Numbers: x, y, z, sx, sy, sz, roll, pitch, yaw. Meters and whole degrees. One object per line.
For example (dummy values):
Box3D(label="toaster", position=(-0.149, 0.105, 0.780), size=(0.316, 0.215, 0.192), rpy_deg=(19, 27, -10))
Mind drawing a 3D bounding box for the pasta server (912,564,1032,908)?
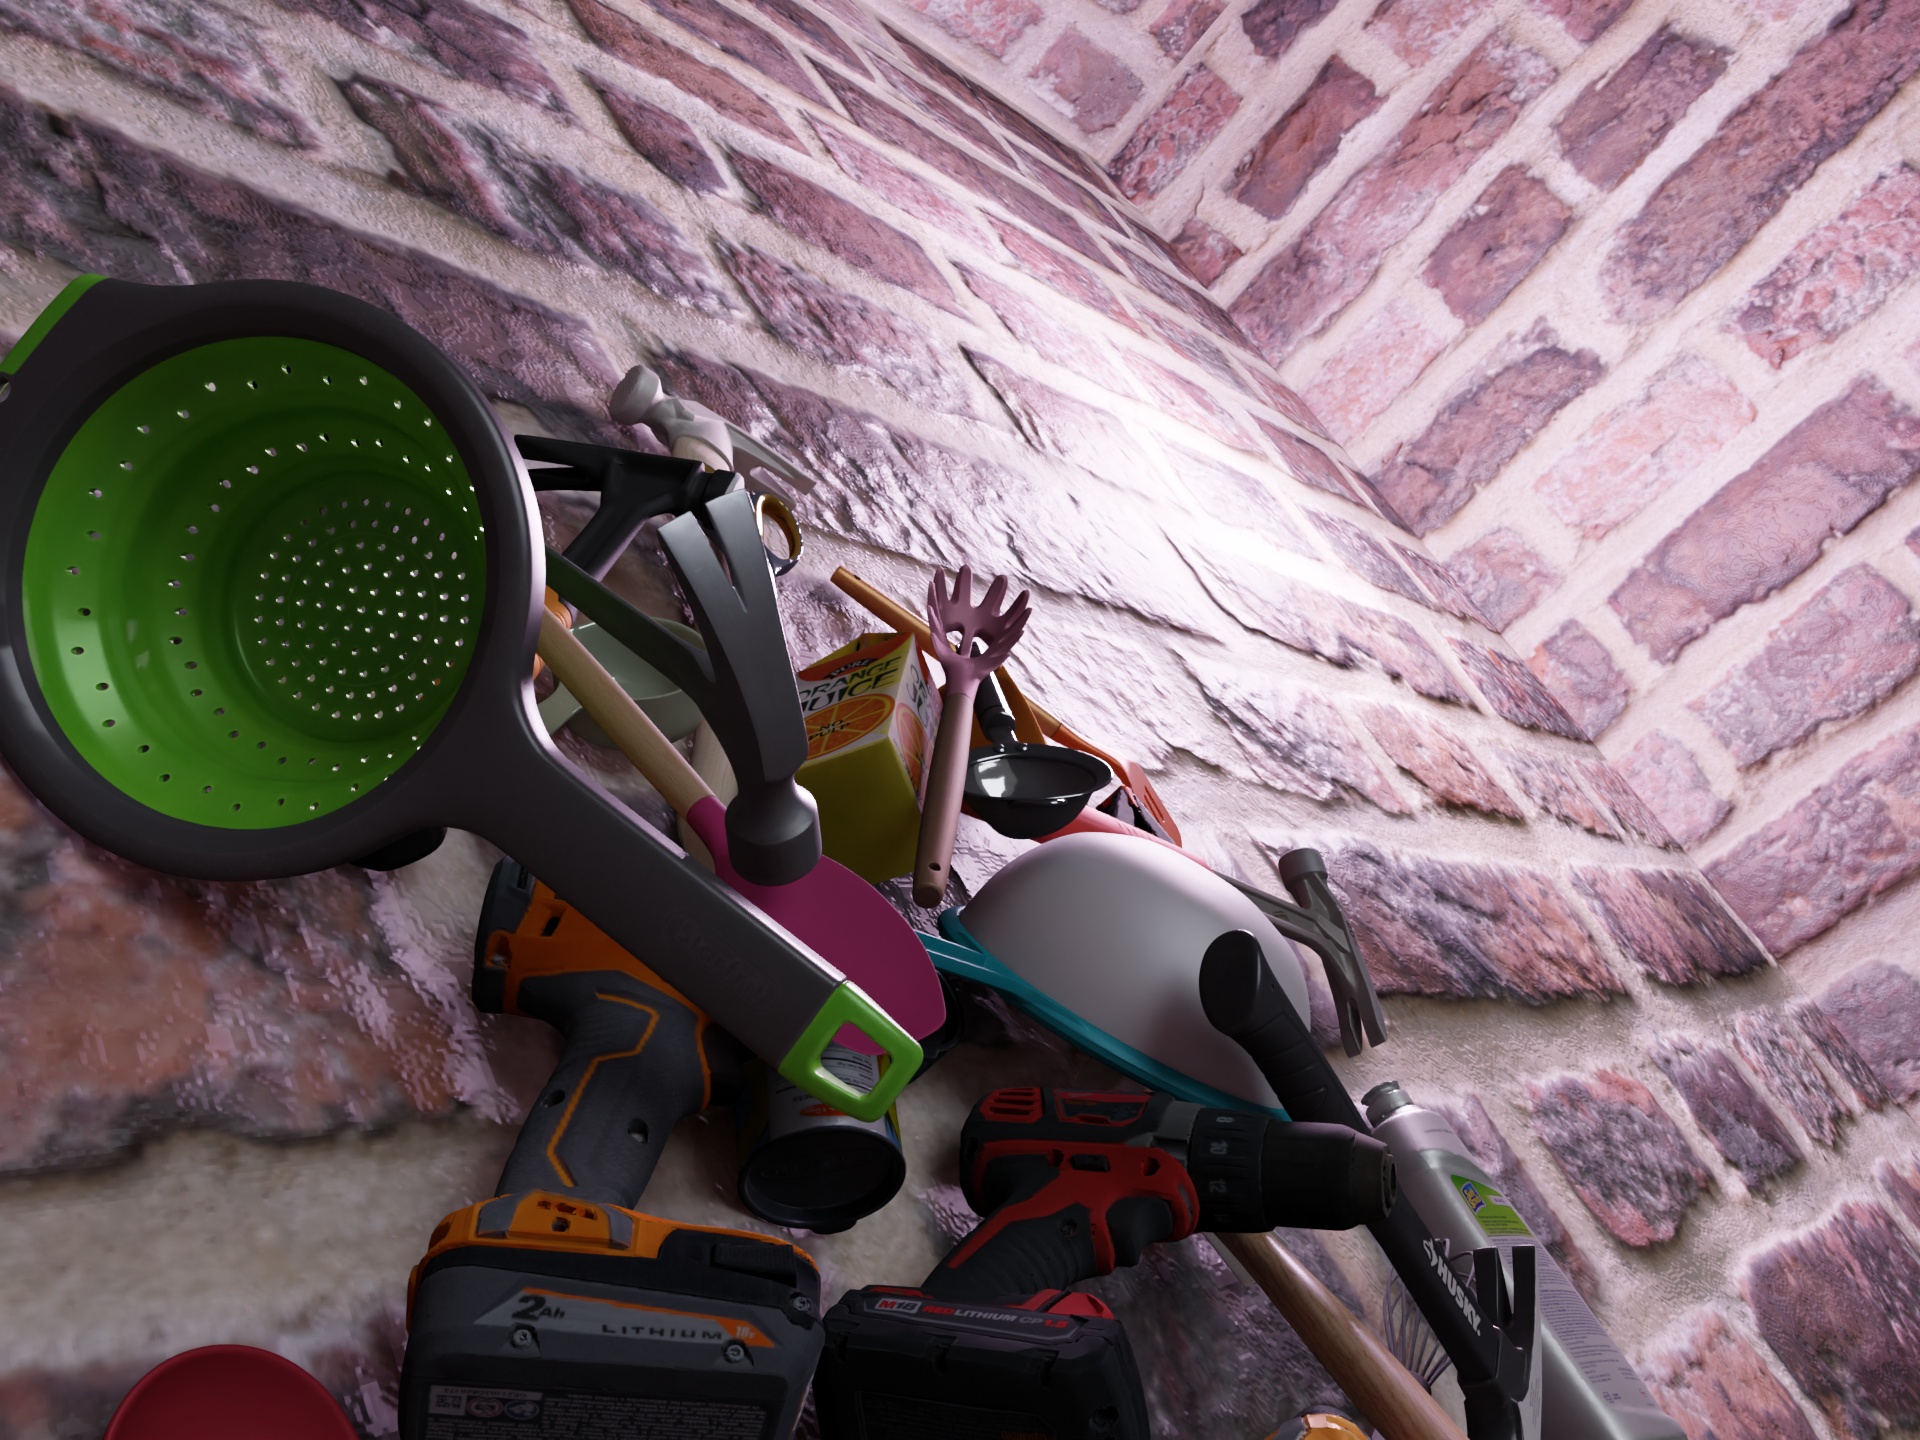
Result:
Box3D(label="pasta server", position=(-0.001, -0.003, 0.794), size=(0.060, 0.040, 0.316), rpy_deg=(15, 26, -3))

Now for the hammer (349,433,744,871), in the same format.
Box3D(label="hammer", position=(-0.207, -0.046, 0.739), size=(0.127, 0.034, 0.337), rpy_deg=(10, 34, 4))

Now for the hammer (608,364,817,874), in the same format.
Box3D(label="hammer", position=(-0.129, -0.058, 0.908), size=(0.146, 0.038, 0.411), rpy_deg=(29, 29, -32))

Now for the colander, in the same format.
Box3D(label="colander", position=(-0.173, 0.003, 0.567), size=(0.397, 0.204, 0.094), rpy_deg=(37, 1, 7))

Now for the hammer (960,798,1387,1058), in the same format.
Box3D(label="hammer", position=(0.136, 0.102, 0.976), size=(0.358, 0.036, 0.149), rpy_deg=(25, 41, -39))

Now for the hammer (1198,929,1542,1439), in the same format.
Box3D(label="hammer", position=(0.204, 0.228, 0.765), size=(0.334, 0.035, 0.146), rpy_deg=(56, 37, -22))

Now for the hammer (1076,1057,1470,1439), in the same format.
Box3D(label="hammer", position=(0.158, 0.263, 0.689), size=(0.130, 0.031, 0.332), rpy_deg=(52, -6, -26))

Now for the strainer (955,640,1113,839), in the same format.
Box3D(label="strainer", position=(0.023, 0.007, 0.853), size=(0.087, 0.050, 0.259), rpy_deg=(-2, 24, -8))

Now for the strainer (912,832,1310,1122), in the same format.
Box3D(label="strainer", position=(0.062, 0.098, 0.772), size=(0.211, 0.095, 0.340), rpy_deg=(32, 3, 42))

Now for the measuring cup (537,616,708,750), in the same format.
Box3D(label="measuring cup", position=(-0.180, 0.005, 0.734), size=(0.083, 0.038, 0.168), rpy_deg=(21, 39, 21))

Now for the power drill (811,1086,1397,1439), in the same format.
Box3D(label="power drill", position=(0.062, 0.214, 0.619), size=(0.227, 0.188, 0.080), rpy_deg=(-34, 119, -63))

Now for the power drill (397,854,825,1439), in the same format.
Box3D(label="power drill", position=(-0.096, 0.139, 0.548), size=(0.164, 0.084, 0.227), rpy_deg=(9, 34, -11))

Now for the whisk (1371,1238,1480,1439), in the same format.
Box3D(label="whisk", position=(0.234, 0.346, 0.821), size=(0.055, 0.055, 0.239), rpy_deg=(46, 29, 4))

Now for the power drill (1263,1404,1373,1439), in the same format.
Box3D(label="power drill", position=(0.085, 0.318, 0.516), size=(0.084, 0.185, 0.226), rpy_deg=(52, 1, 16))

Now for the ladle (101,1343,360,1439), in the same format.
Box3D(label="ladle", position=(-0.102, 0.275, 0.446), size=(0.315, 0.031, 0.069), rpy_deg=(39, 35, -15))

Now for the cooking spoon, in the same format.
Box3D(label="cooking spoon", position=(-0.116, 0.021, 0.633), size=(0.068, 0.017, 0.319), rpy_deg=(-15, 46, -40))

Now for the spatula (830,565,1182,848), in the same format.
Box3D(label="spatula", position=(0.040, -0.001, 1.094), size=(0.322, 0.041, 0.081), rpy_deg=(35, 26, -10))

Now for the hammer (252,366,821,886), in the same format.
Box3D(label="hammer", position=(-0.195, -0.087, 0.648), size=(0.035, 0.144, 0.406), rpy_deg=(-31, 46, -31))

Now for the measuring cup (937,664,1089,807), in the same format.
Box3D(label="measuring cup", position=(0.033, 0.031, 1.011), size=(0.173, 0.052, 0.095), rpy_deg=(49, 19, -52))
